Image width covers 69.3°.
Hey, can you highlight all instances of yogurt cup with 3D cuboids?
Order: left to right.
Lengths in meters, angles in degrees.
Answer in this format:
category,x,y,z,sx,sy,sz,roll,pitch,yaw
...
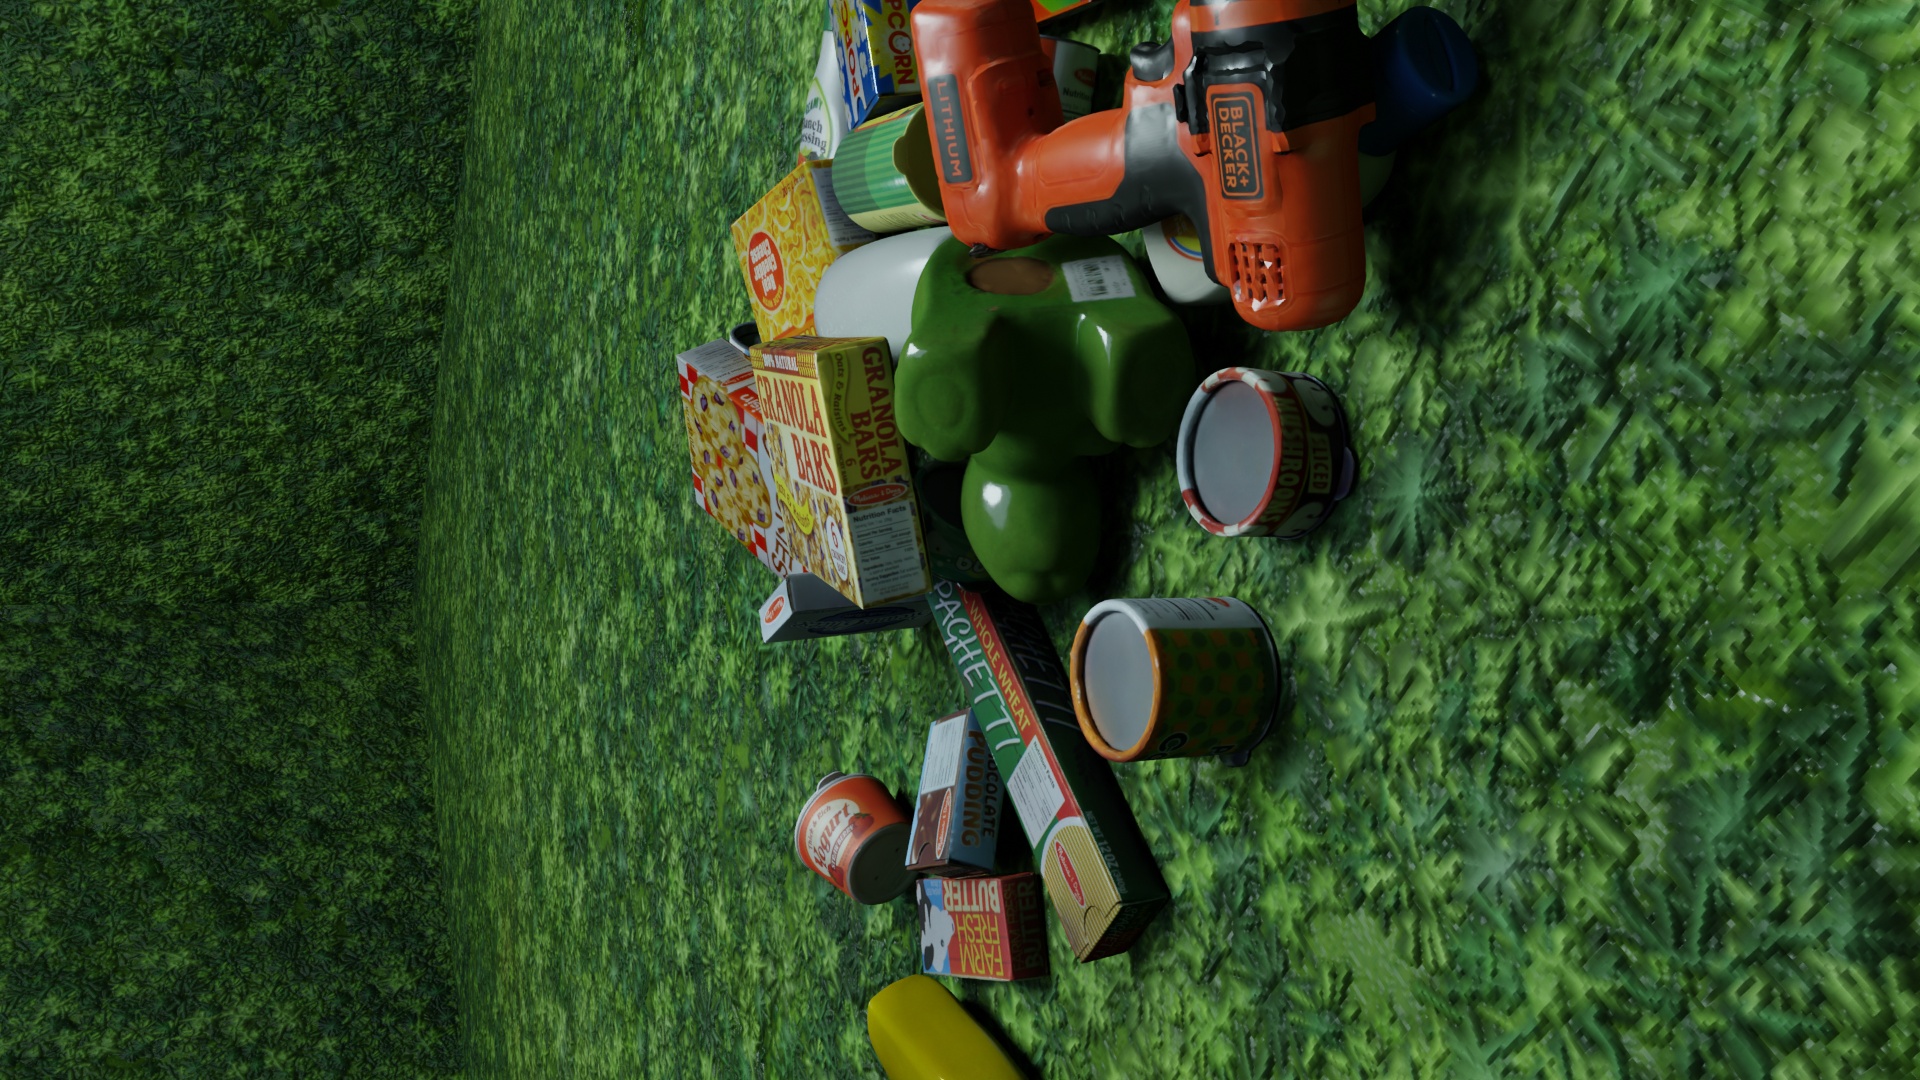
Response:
category,x,y,z,sx,sy,sz,roll,pitch,yaw
yogurt cup,-0.057,0.181,0.832,0.054,0.072,0.072,29,115,50

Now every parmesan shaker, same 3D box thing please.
category,x,y,z,sx,sy,sz,roll,pitch,yaw
parmesan shaker,-0.026,-0.208,0.774,0.103,0.071,0.071,16,103,62

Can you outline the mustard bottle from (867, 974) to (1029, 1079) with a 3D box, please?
category,x,y,z,sx,sy,sz,roll,pitch,yaw
mustard bottle,0.008,0.285,0.713,0.160,0.049,0.065,25,133,54

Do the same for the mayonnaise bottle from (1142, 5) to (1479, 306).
category,x,y,z,sx,sy,sz,roll,pitch,yaw
mayonnaise bottle,0.124,-0.142,0.516,0.147,0.041,0.065,-30,71,60

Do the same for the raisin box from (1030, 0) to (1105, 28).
category,x,y,z,sx,sy,sz,roll,pitch,yaw
raisin box,0.032,-0.293,0.670,0.123,0.040,0.086,16,129,62

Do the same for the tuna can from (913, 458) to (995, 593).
category,x,y,z,sx,sy,sz,roll,pitch,yaw
tuna can,0.003,-0.009,0.718,0.032,0.071,0.071,-65,36,38

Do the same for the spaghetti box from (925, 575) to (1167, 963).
category,x,y,z,sx,sy,sz,roll,pitch,yaw
spaghetti box,0.033,0.086,0.697,0.050,0.029,0.251,-64,36,39

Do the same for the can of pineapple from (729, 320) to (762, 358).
category,x,y,z,sx,sy,sz,roll,pitch,yaw
can of pineapple,-0.127,-0.115,0.969,0.071,0.071,0.057,-129,41,-51

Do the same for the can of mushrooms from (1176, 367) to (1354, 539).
category,x,y,z,sx,sy,sz,roll,pitch,yaw
can of mushrooms,0.116,-0.033,0.537,0.071,0.033,0.071,-6,83,62

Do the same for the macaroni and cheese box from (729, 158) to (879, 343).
category,x,y,z,sx,sy,sz,roll,pitch,yaw
macaroni and cheese box,-0.085,-0.139,0.875,0.123,0.040,0.166,-14,91,59

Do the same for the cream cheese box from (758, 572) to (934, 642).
category,x,y,z,sx,sy,sz,roll,pitch,yaw
cream cheese box,-0.058,0.035,0.793,0.053,0.104,0.024,-42,58,56

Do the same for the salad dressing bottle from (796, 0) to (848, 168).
category,x,y,z,sx,sy,sz,roll,pitch,yaw
salad dressing bottle,-0.076,-0.290,0.902,0.064,0.044,0.147,35,119,58

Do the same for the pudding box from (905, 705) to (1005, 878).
category,x,y,z,sx,sy,sz,roll,pitch,yaw
pudding box,0.000,0.134,0.733,0.049,0.030,0.084,-31,44,57

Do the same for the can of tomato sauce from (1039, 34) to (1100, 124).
category,x,y,z,sx,sy,sz,roll,pitch,yaw
can of tomato sauce,0.028,-0.199,0.675,0.071,0.071,0.083,30,116,59

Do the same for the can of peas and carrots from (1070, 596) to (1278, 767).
category,x,y,z,sx,sy,sz,roll,pitch,yaw
can of peas and carrots,0.085,0.059,0.566,0.071,0.059,0.071,-3,86,63

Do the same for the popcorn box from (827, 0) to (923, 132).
category,x,y,z,sx,sy,sz,roll,pitch,yaw
popcorn box,-0.051,-0.313,0.823,0.085,0.038,0.126,179,82,-74

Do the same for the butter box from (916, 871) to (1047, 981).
category,x,y,z,sx,sy,sz,roll,pitch,yaw
butter box,0.010,0.206,0.743,0.103,0.024,0.053,-27,66,60

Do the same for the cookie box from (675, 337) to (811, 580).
category,x,y,z,sx,sy,sz,roll,pitch,yaw
cookie box,-0.118,-0.039,0.895,0.168,0.040,0.122,37,141,36

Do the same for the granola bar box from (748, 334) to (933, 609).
category,x,y,z,sx,sy,sz,roll,pitch,yaw
granola bar box,-0.065,-0.042,0.715,0.165,0.039,0.124,-156,55,-69
